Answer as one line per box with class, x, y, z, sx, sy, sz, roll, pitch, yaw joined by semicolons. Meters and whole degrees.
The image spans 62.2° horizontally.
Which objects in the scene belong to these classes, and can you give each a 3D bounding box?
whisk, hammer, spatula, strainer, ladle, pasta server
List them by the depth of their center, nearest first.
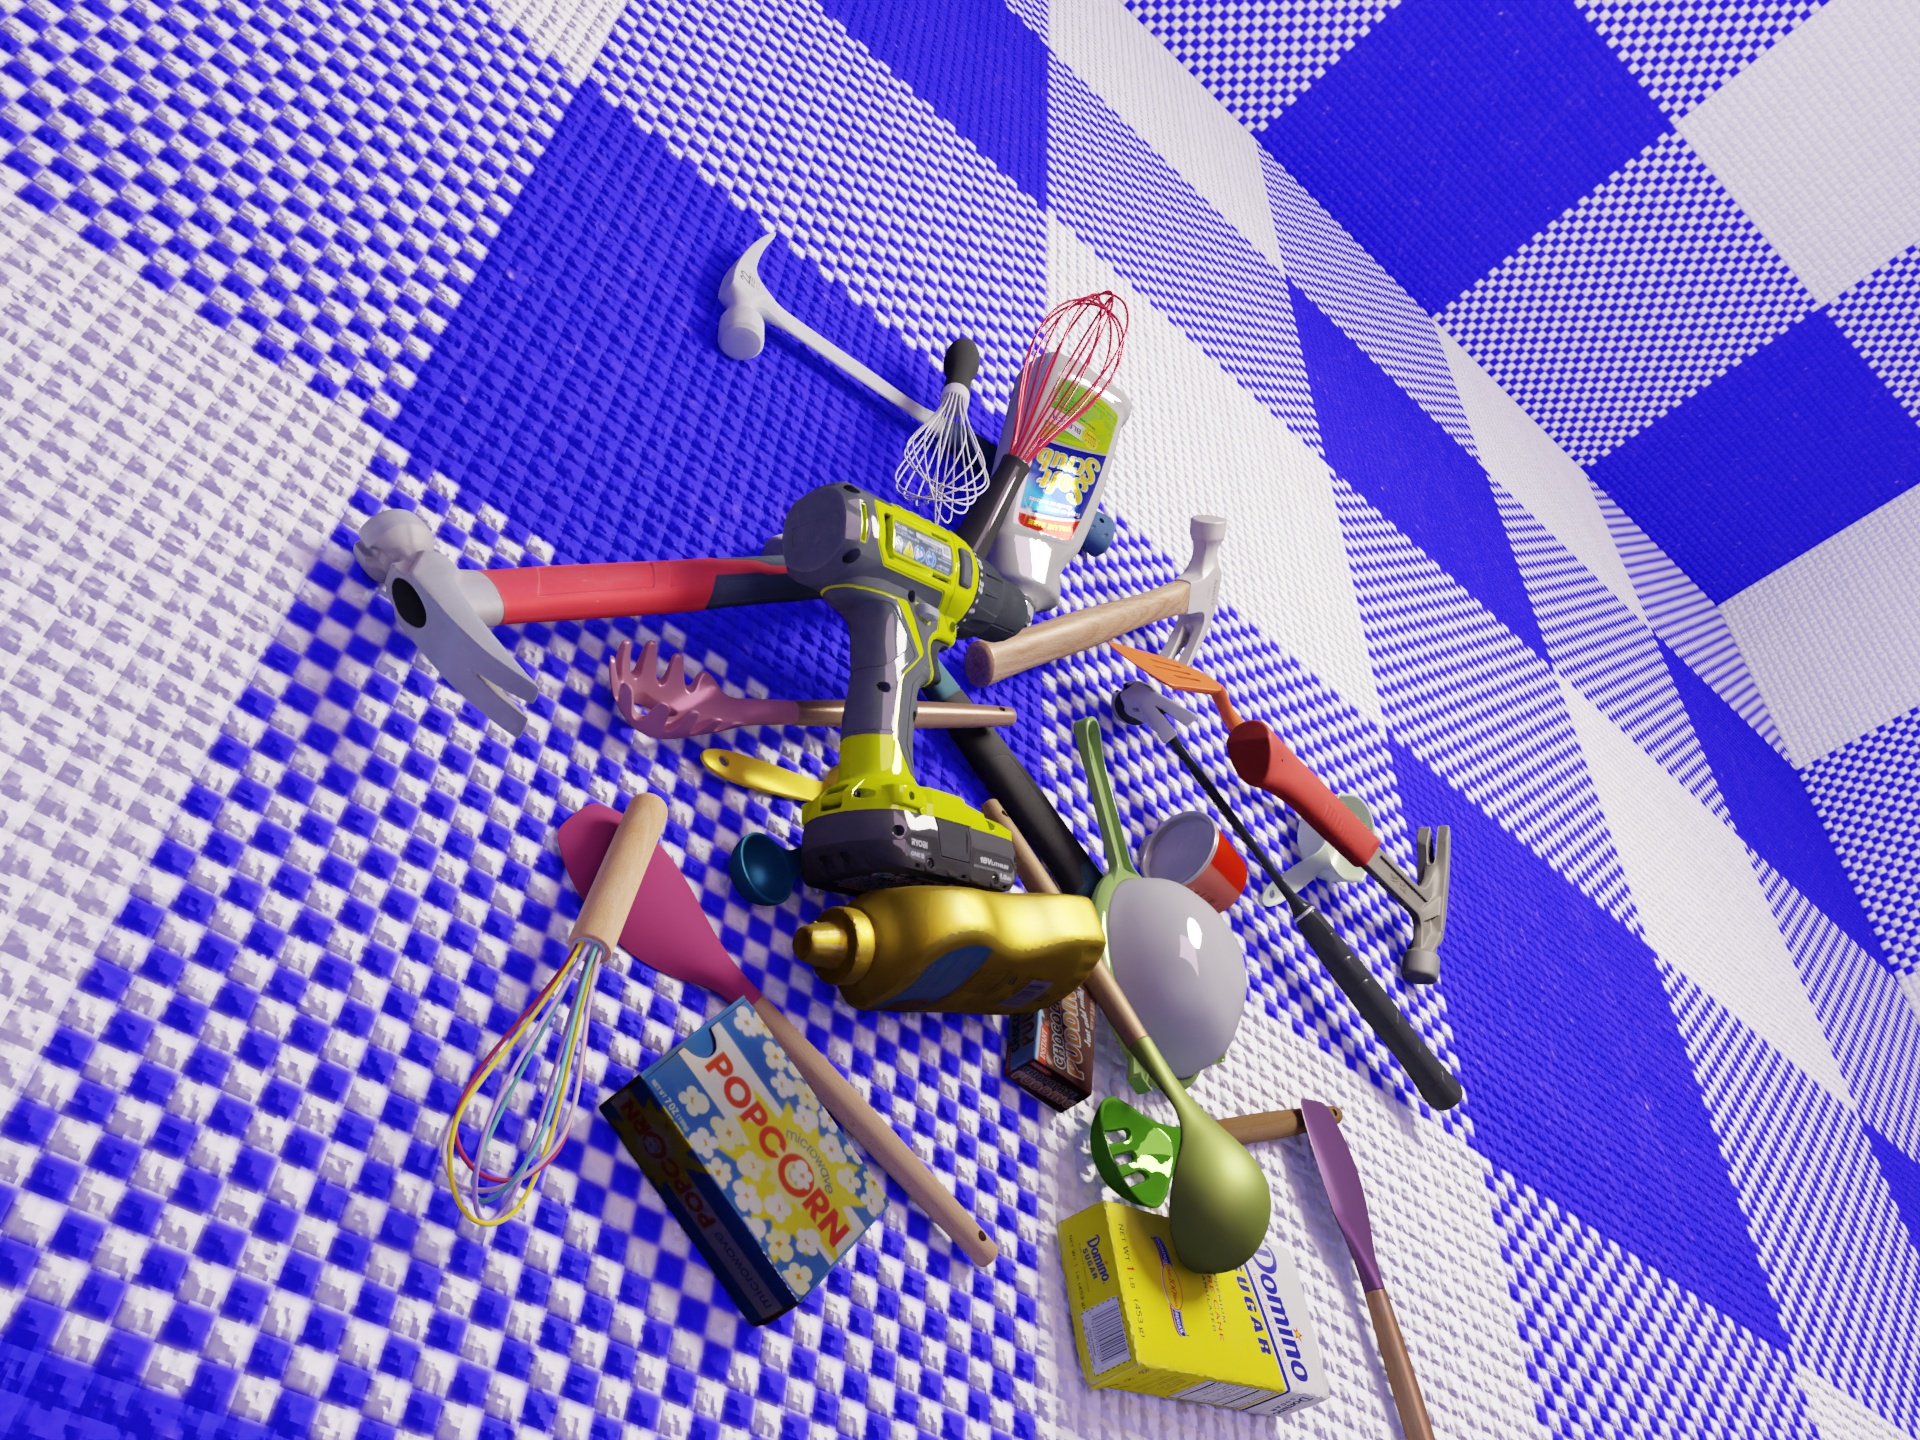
whisk;-0.178;0.118;0.726;0.047;0.051;0.245;33;38;-17
hammer;-0.139;-0.069;0.914;0.143;0.038;0.386;45;31;25
ladle;0.085;0.179;0.956;0.078;0.062;0.320;14;36;-52
pasta server;-0.077;-0.010;0.965;0.316;0.040;0.060;1;41;-43
spatula;0.282;0.403;1.048;0.059;0.018;0.316;24;44;-46
strainer;0.136;0.113;1.056;0.151;0.069;0.256;7;66;-60
hammer;-0.002;-0.003;1.089;0.331;0.033;0.128;54;33;2
whisk;0.051;-0.212;1.216;0.073;0.073;0.296;36;72;-24
hammer;0.257;0.136;1.223;0.409;0.036;0.149;52;-1;-5
whisk;-0.007;-0.233;1.226;0.070;0.070;0.285;39;29;-20
hammer;0.114;-0.076;1.260;0.031;0.130;0.331;18;25;35
hammer;0.317;0.085;1.295;0.358;0.037;0.149;38;54;-42
hammer;-0.026;-0.250;1.299;0.405;0.035;0.144;29;39;-32
spatula;0.230;0.021;1.312;0.322;0.041;0.081;43;-2;-42

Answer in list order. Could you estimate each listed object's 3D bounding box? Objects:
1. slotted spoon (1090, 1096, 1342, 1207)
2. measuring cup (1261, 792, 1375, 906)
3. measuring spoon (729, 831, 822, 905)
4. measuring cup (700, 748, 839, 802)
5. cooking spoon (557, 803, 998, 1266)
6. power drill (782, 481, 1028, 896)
slotted spoon;0.175;0.273;1.046;0.313;0.031;0.070;10;51;-50
measuring cup;0.290;0.117;1.339;0.167;0.038;0.083;-27;105;-39
measuring spoon;-0.093;0.083;0.909;0.128;0.021;0.042;-2;67;-63
measuring cup;-0.086;0.033;0.946;0.156;0.029;0.062;19;45;-45
cooking spoon;-0.090;0.165;0.823;0.319;0.017;0.069;48;32;-5
power drill;-0.022;-0.011;0.942;0.190;0.080;0.229;20;63;-49
